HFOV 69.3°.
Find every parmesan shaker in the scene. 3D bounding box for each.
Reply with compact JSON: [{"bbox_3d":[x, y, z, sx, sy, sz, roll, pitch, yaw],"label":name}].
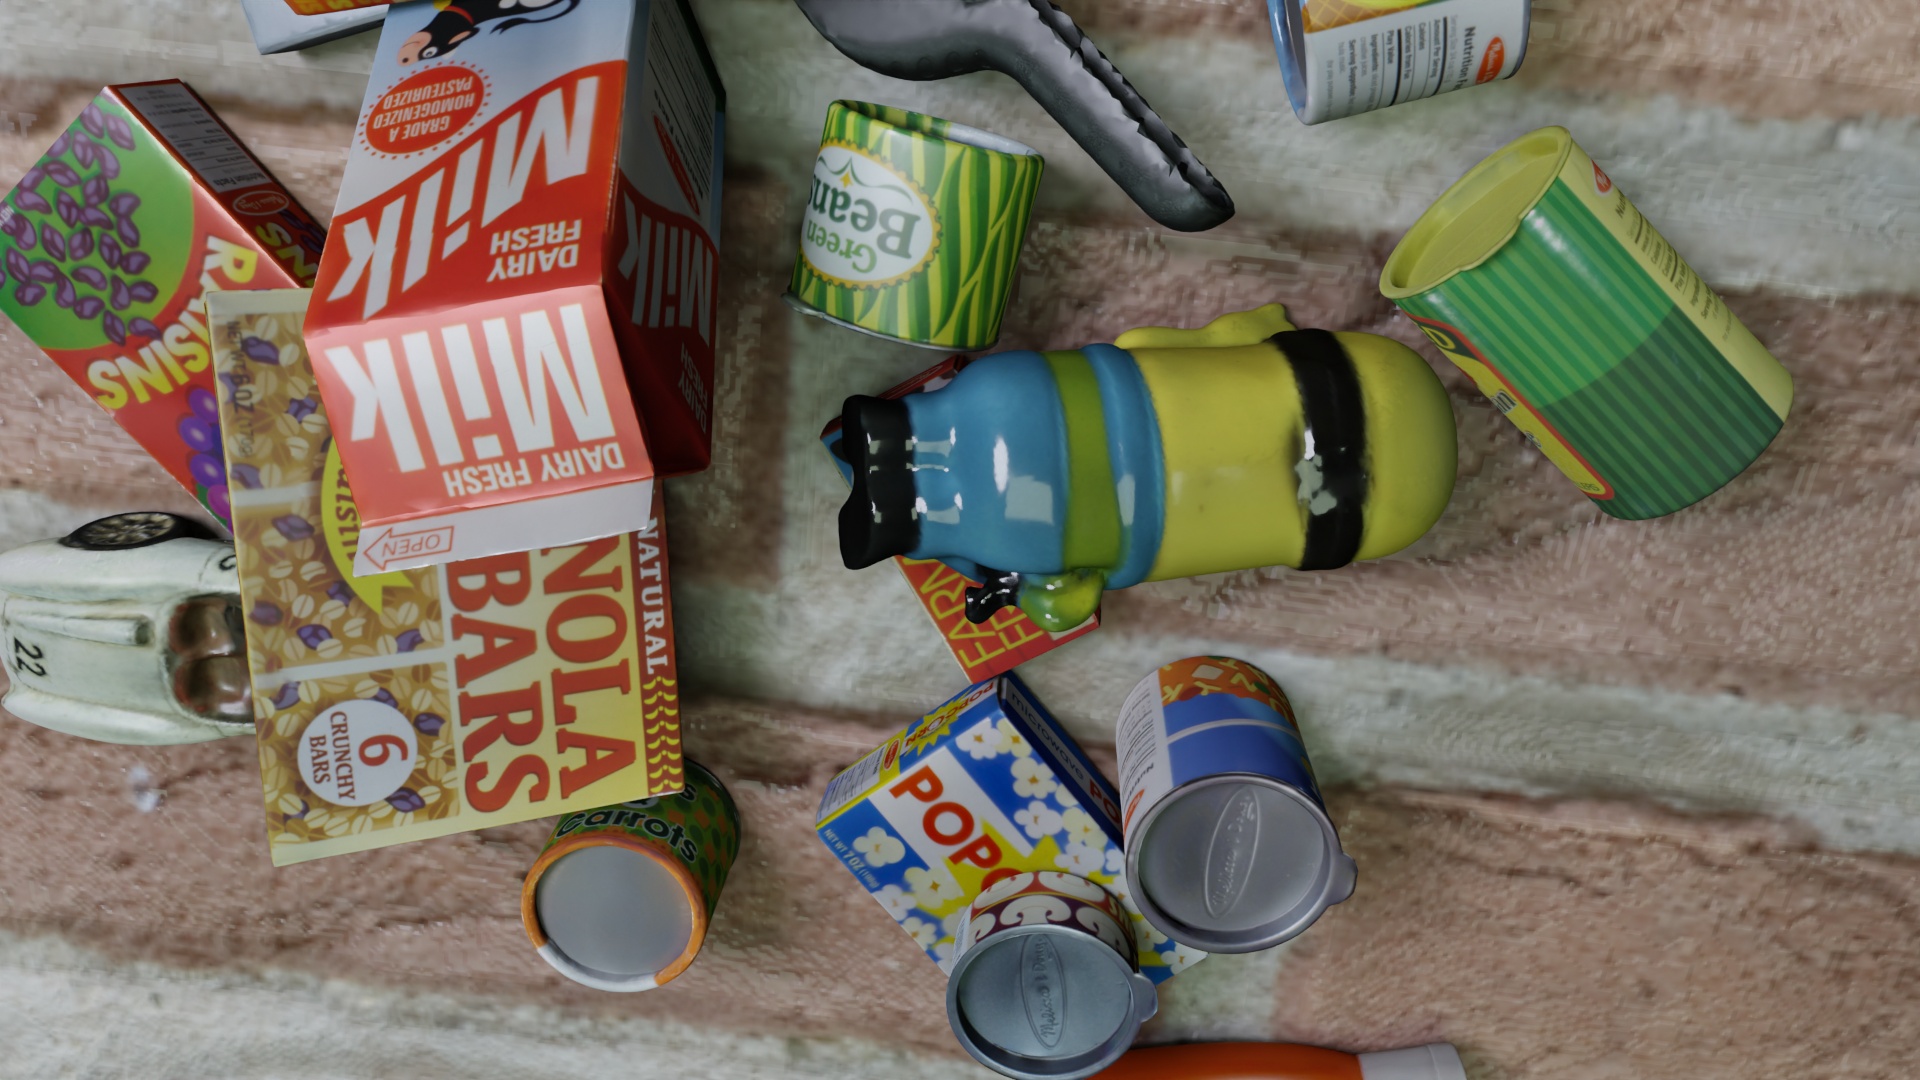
[{"bbox_3d":[0.184,-0.061,0.411,0.103,0.071,0.071,42,108,-12],"label":"parmesan shaker"}]

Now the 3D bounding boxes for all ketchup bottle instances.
[{"bbox_3d":[0.119,0.223,0.537,0.149,0.044,0.064,-10,111,7],"label":"ketchup bottle"}]

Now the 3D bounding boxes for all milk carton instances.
[{"bbox_3d":[-0.108,-0.076,0.358,0.072,0.191,0.073,-10,146,6],"label":"milk carton"}]

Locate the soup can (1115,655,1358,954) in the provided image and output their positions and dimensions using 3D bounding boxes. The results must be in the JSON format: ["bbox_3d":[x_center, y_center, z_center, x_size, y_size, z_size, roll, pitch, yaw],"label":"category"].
[{"bbox_3d":[0.089,0.086,0.466,0.071,0.084,0.071,1,111,3],"label":"soup can"}]

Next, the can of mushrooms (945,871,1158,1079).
[{"bbox_3d":[0.032,0.150,0.478,0.071,0.033,0.070,1,110,4],"label":"can of mushrooms"}]

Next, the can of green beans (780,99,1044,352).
[{"bbox_3d":[-0.013,-0.094,0.414,0.071,0.071,0.057,15,111,-2],"label":"can of green beans"}]

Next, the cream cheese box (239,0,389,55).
[{"bbox_3d":[-0.168,-0.184,0.413,0.104,0.024,0.053,-12,110,8],"label":"cream cheese box"}]

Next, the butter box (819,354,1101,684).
[{"bbox_3d":[0.002,-0.006,0.469,0.053,0.024,0.103,-27,106,14],"label":"butter box"}]

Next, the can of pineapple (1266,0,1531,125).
[{"bbox_3d":[0.117,-0.155,0.384,0.058,0.071,0.070,-12,110,8],"label":"can of pineapple"}]

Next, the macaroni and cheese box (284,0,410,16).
[{"bbox_3d":[-0.097,-0.206,0.357,0.166,0.040,0.124,-6,71,7],"label":"macaroni and cheese box"}]

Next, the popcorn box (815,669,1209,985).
[{"bbox_3d":[0.020,0.118,0.507,0.085,0.038,0.126,-36,105,15],"label":"popcorn box"}]

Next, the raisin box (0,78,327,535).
[{"bbox_3d":[-0.244,-0.073,0.452,0.086,0.040,0.123,-38,103,15],"label":"raisin box"}]

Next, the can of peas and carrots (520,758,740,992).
[{"bbox_3d":[-0.118,0.117,0.505,0.071,0.059,0.070,1,111,3],"label":"can of peas and carrots"}]

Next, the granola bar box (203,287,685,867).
[{"bbox_3d":[-0.155,0.005,0.431,0.124,0.039,0.165,-7,100,-26],"label":"granola bar box"}]
